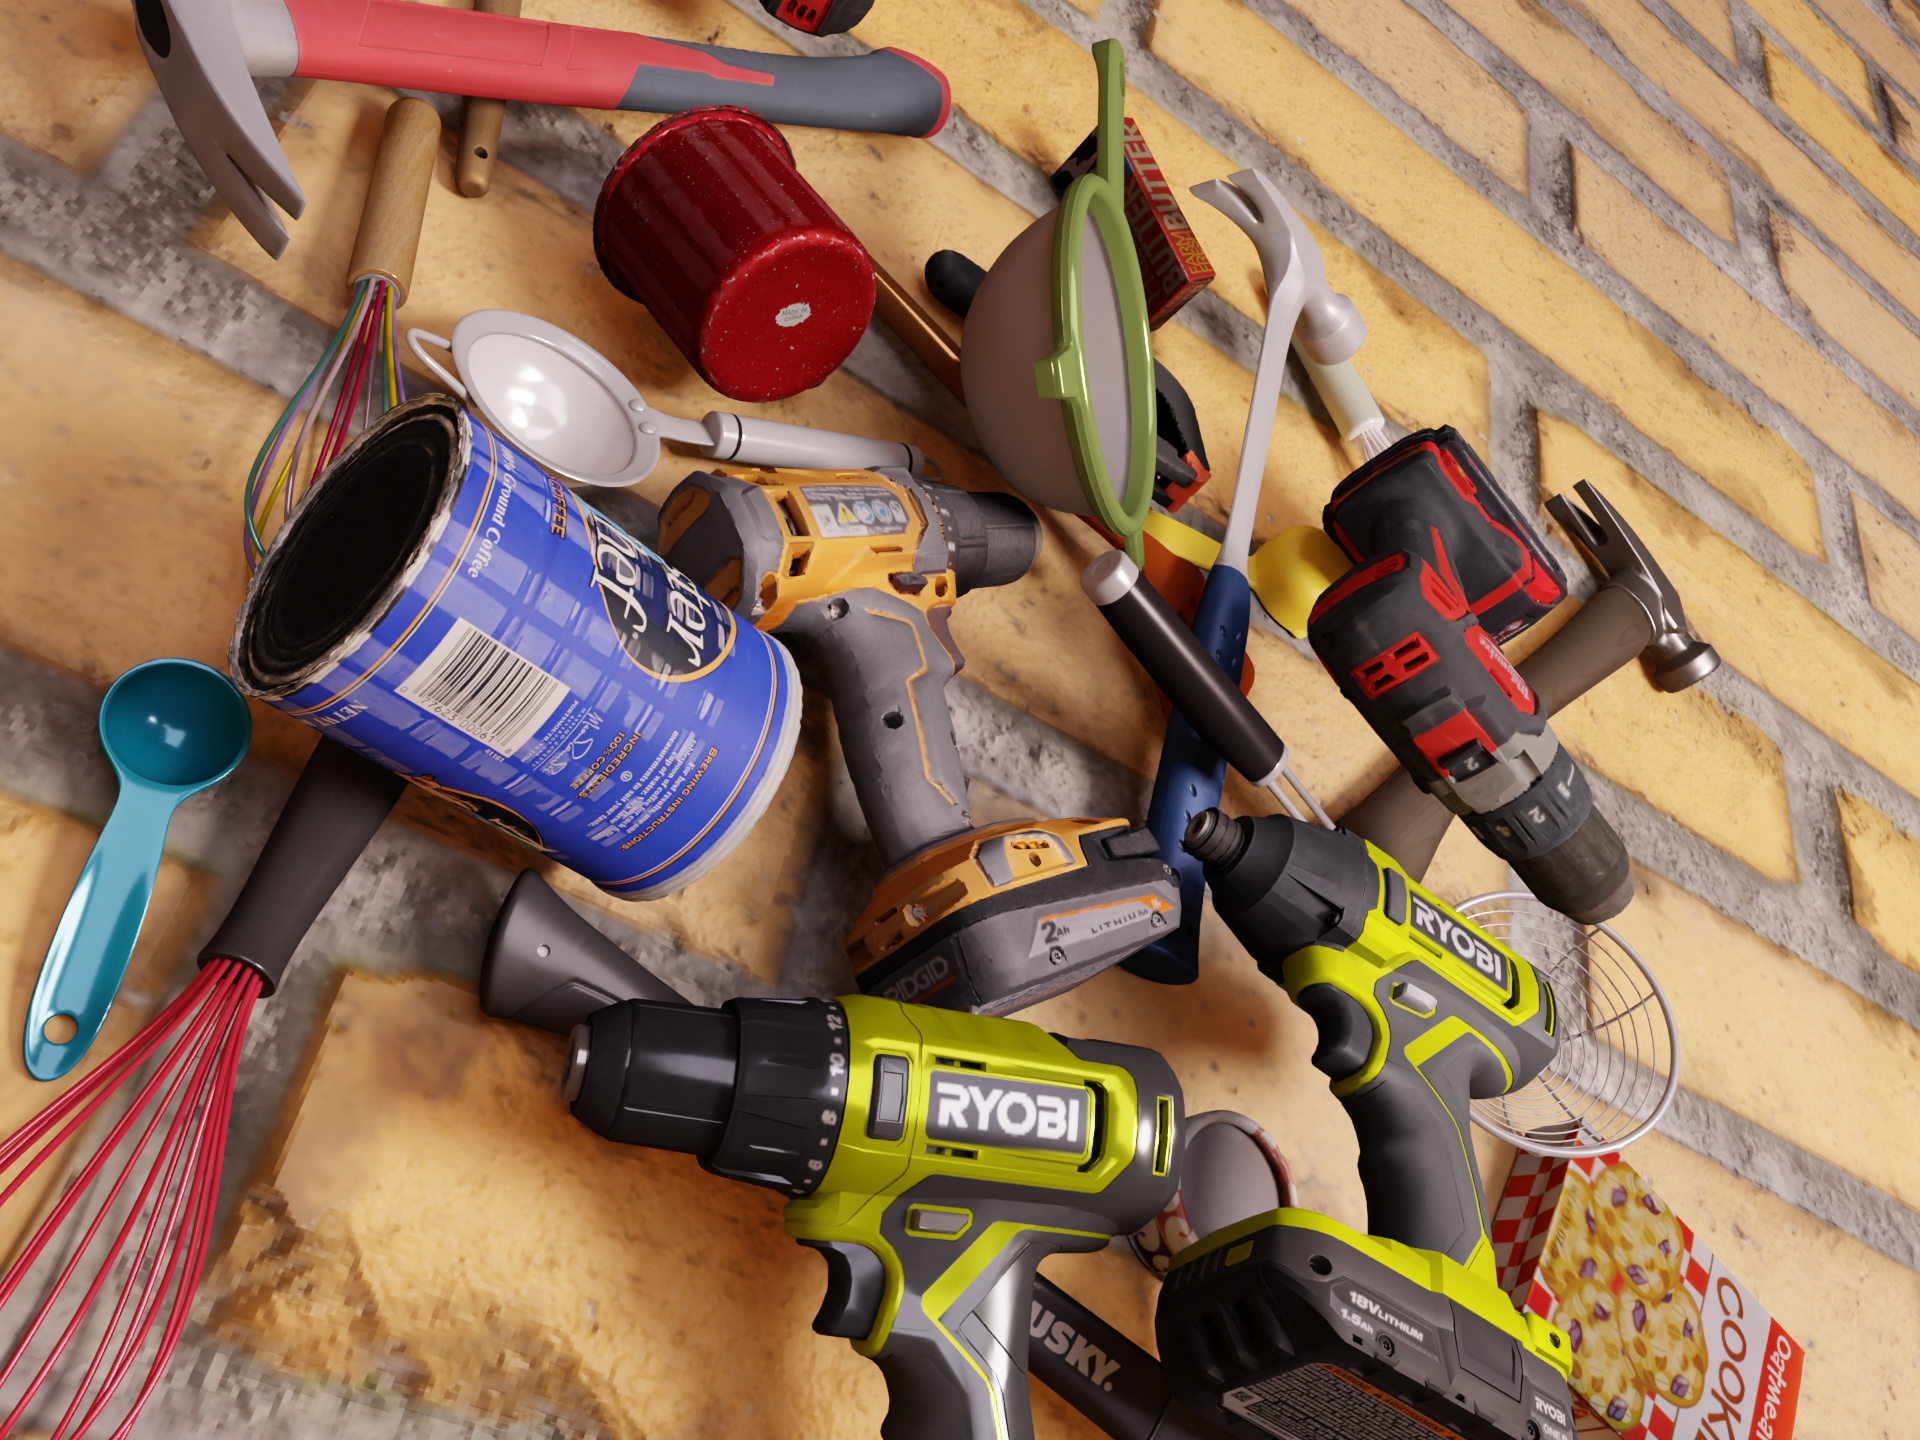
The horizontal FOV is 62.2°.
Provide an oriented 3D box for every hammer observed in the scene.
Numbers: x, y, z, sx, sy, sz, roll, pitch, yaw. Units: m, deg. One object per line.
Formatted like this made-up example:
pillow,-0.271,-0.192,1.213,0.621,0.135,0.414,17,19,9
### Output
hammer,0.305,-0.016,0.887,0.410,0.038,0.146,-30,85,-42
hammer,0.124,-0.078,0.741,0.143,0.035,0.406,41,54,-43
hammer,-0.021,0.162,0.539,0.334,0.035,0.146,40,67,-9
hammer,-0.136,-0.260,0.666,0.386,0.038,0.143,-17,76,-46

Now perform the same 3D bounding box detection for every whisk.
whisk,-0.217,-0.138,0.569,0.051,0.047,0.245,26,48,-38
whisk,0.235,-0.159,0.906,0.059,0.057,0.246,-21,73,-10
whisk,-0.212,0.086,0.443,0.073,0.073,0.296,33,45,-18

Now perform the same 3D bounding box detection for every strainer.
strainer,0.040,-0.200,0.706,0.151,0.069,0.257,53,36,-59
strainer,-0.104,-0.113,0.637,0.258,0.050,0.087,1,53,-42

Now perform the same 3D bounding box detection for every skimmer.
skimmer,0.187,0.054,0.678,0.363,0.090,0.127,46,57,-26

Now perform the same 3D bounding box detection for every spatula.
spatula,0.027,-0.123,0.751,0.322,0.041,0.081,47,49,-1

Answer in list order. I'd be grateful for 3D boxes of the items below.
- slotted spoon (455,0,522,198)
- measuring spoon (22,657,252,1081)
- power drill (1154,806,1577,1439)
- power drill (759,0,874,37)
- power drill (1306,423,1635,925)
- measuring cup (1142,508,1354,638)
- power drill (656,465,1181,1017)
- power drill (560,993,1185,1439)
slotted spoon,-0.201,-0.355,0.703,0.070,0.031,0.314,14,61,-30
measuring spoon,-0.247,0.043,0.469,0.042,0.021,0.129,22,65,-26
power drill,0.140,0.141,0.563,0.171,0.080,0.223,34,41,-16
power drill,-0.128,-0.406,0.702,0.219,0.078,0.143,19,61,-20
power drill,0.238,-0.026,0.736,0.187,0.080,0.227,48,29,-13
measuring cup,0.141,-0.088,0.809,0.156,0.029,0.062,18,57,-28
power drill,-0.001,-0.002,0.629,0.185,0.084,0.226,-10,68,-47
power drill,-0.033,0.194,0.466,0.190,0.080,0.229,12,70,-19
